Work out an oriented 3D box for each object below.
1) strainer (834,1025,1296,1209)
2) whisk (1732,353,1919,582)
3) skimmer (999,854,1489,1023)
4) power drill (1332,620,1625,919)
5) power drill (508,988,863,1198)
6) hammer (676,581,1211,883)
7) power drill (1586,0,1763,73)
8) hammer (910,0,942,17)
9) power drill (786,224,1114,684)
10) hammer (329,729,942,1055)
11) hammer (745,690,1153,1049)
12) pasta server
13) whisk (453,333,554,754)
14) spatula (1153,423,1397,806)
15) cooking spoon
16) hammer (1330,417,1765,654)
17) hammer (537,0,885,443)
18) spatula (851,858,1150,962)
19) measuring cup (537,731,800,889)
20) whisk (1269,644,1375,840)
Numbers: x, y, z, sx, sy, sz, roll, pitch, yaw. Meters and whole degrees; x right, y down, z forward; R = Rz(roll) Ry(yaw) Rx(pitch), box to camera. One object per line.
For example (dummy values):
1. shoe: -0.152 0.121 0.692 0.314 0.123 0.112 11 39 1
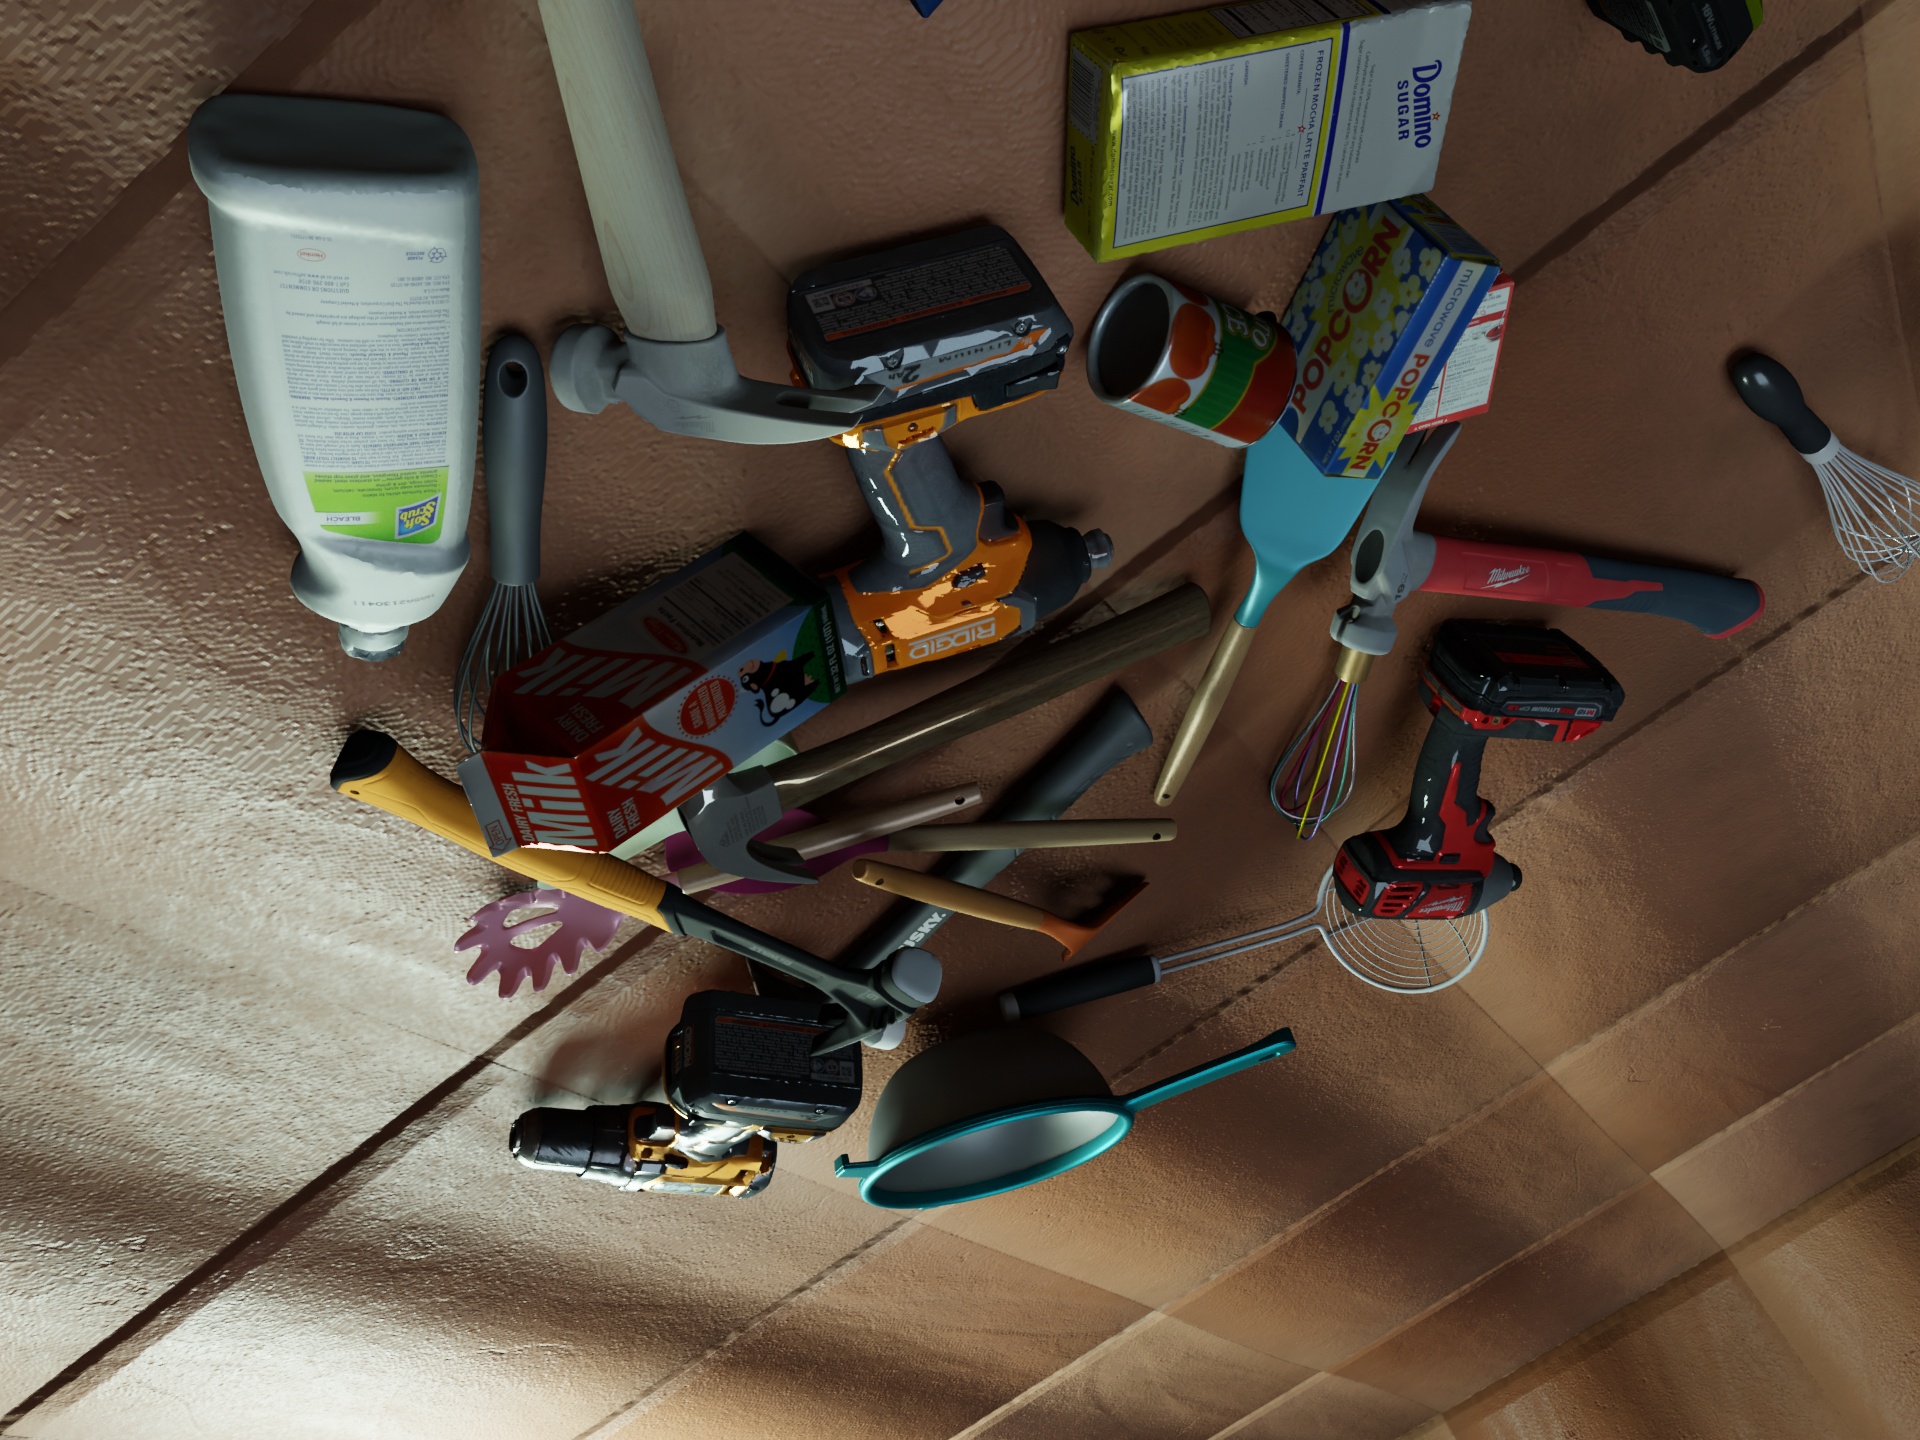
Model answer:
1. strainer: 0.075 0.264 1.187 0.340 0.095 0.210 -23 150 9
2. whisk: 0.576 -0.166 1.046 0.284 0.070 0.070 25 119 -37
3. skimmer: 0.212 0.180 1.194 0.363 0.090 0.127 -14 106 -10
4. power drill: 0.358 0.046 1.102 0.143 0.079 0.219 3 123 -20
5. power drill: -0.185 0.258 1.060 0.185 0.084 0.226 13 143 -26
6. hammer: -0.001 -0.003 0.900 0.331 0.031 0.129 -23 134 -17
7. power drill: 0.376 -0.399 0.682 0.228 0.080 0.190 -43 136 15
8. hammer: 0.142 -0.402 0.588 0.405 0.035 0.143 -32 139 7
9. power drill: 0.001 -0.121 0.781 0.164 0.084 0.226 -17 143 -11
10. hammer: -0.180 0.095 0.868 0.336 0.034 0.127 29 142 -21
11. hammer: 0.000 0.101 1.045 0.146 0.035 0.334 24 119 -42
12. pasta server: -0.138 0.090 0.935 0.316 0.040 0.060 -17 105 -1
13. whisk: -0.213 -0.072 0.751 0.055 0.055 0.238 -5 131 -22
14. spatula: 0.169 -0.052 0.970 0.082 0.044 0.317 13 139 -3
15. cooking spoon: -0.020 0.072 0.979 0.319 0.017 0.068 -1 121 -11
16. hammer: 0.402 -0.105 1.022 0.386 0.038 0.143 2 115 -33
17. hammer: -0.127 -0.273 0.540 0.146 0.038 0.410 11 138 21
18. spatula: 0.030 0.118 1.029 0.081 0.041 0.322 -45 145 16
19. measuring cup: -0.168 0.045 0.900 0.167 0.038 0.083 -27 139 4
20. whisk: 0.252 -0.016 1.053 0.047 0.051 0.244 -25 140 -34
